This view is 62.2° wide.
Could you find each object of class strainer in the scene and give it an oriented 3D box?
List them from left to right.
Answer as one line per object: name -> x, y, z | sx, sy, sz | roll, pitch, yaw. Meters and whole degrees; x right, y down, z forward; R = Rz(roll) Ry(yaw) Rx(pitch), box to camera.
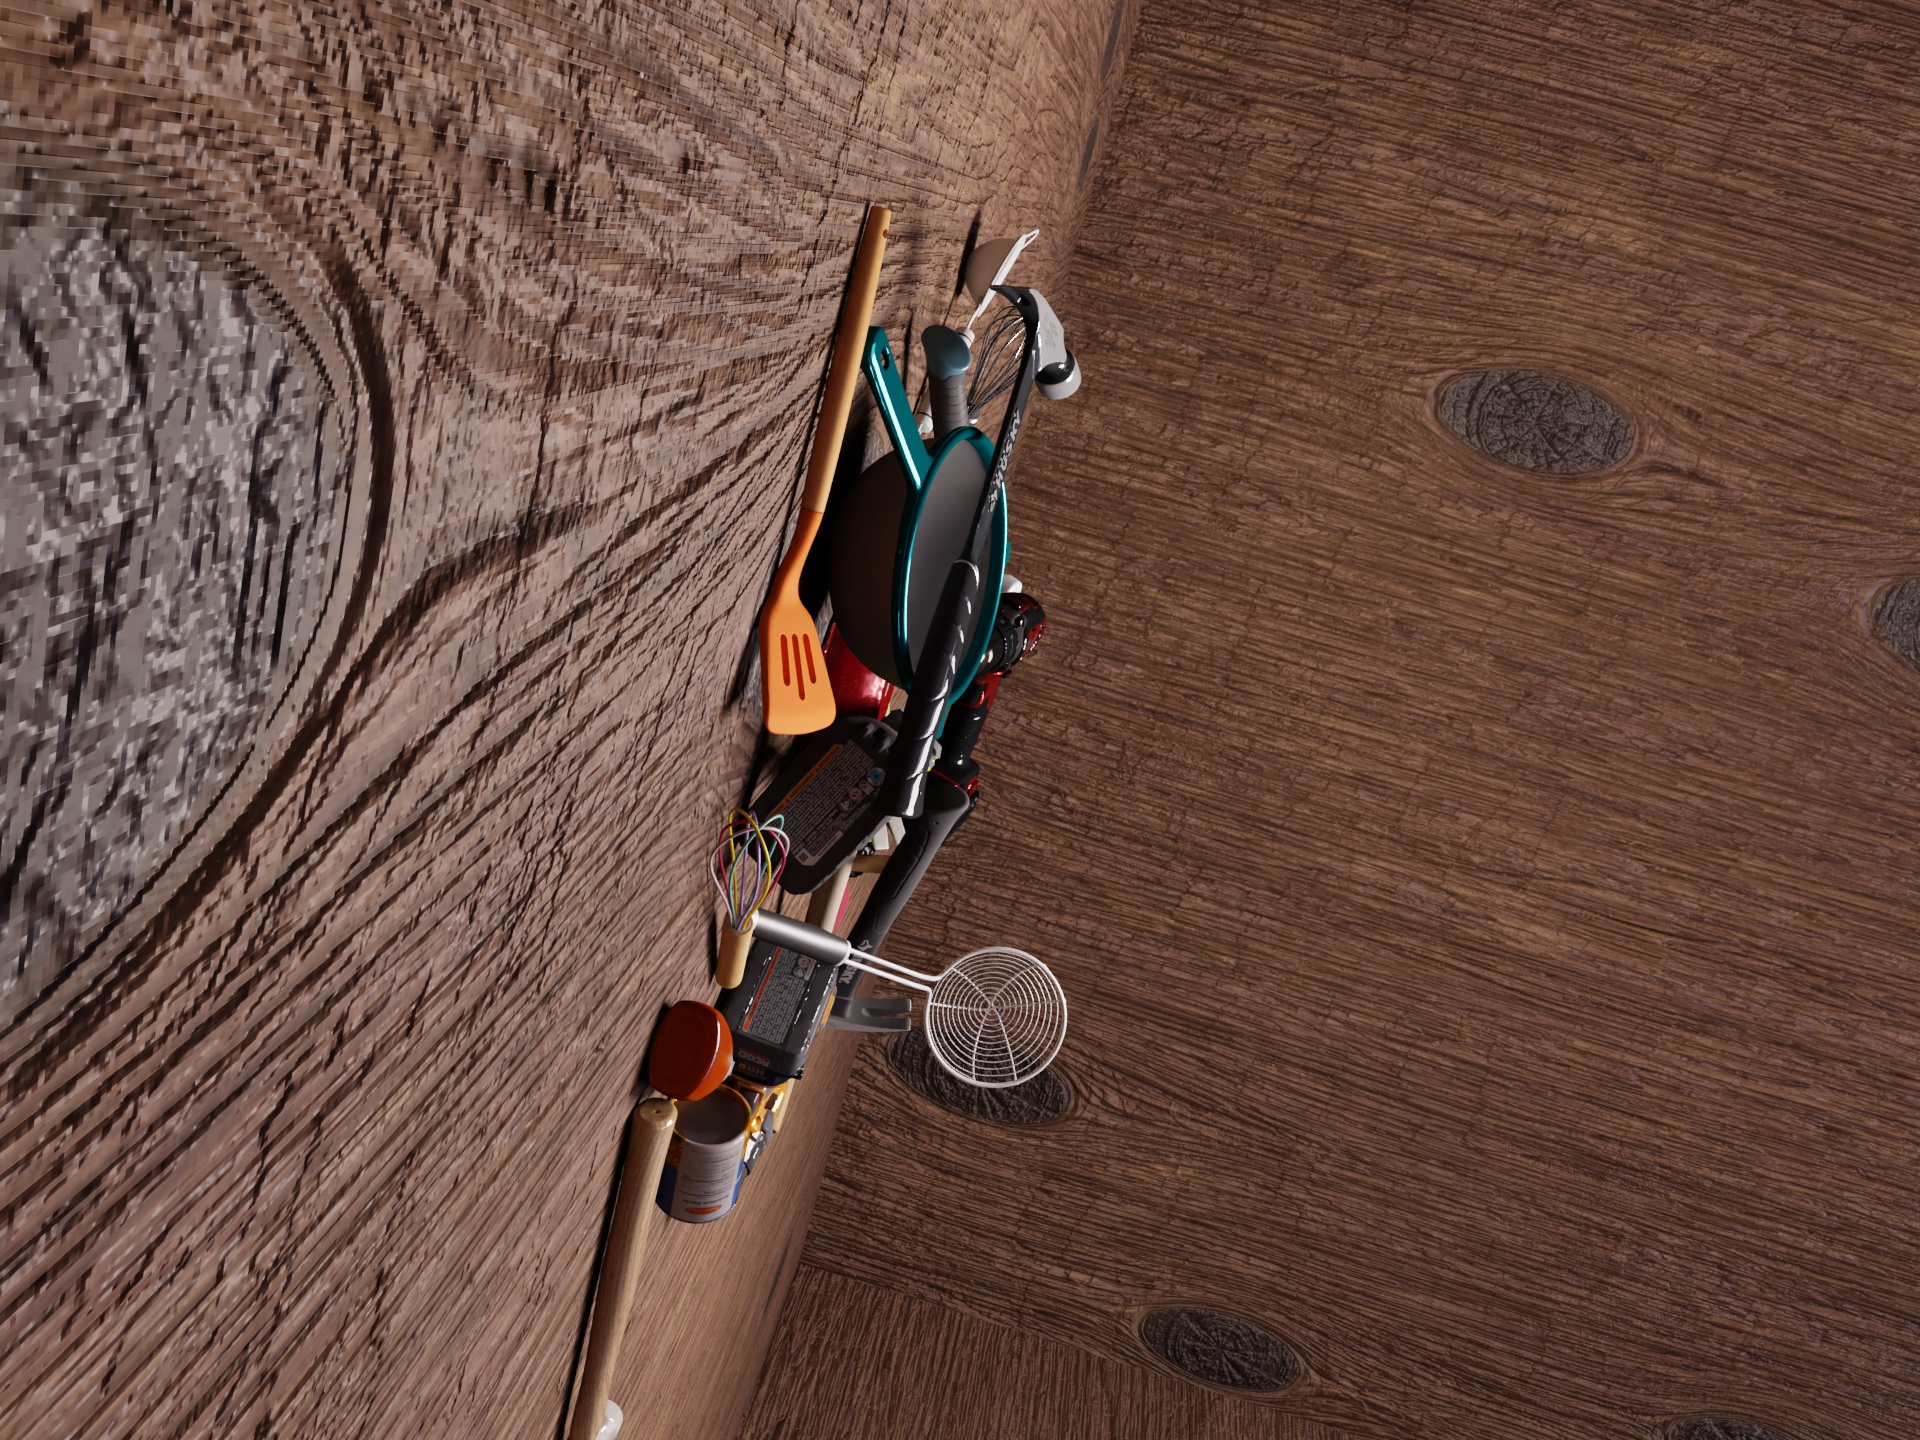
strainer -> -0.056, -0.152, 1.135 | 0.340, 0.095, 0.211 | 69, 36, -54
strainer -> 0.004, -0.361, 1.461 | 0.087, 0.050, 0.258 | 126, -13, -71

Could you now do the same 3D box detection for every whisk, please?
whisk -> -0.156, 0.130, 1.127 | 0.051, 0.047, 0.244 | -57, 173, -34
whisk -> 0.011, -0.286, 1.443 | 0.059, 0.058, 0.246 | -20, 162, -37

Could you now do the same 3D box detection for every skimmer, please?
skimmer -> -0.044, 0.219, 1.317 | 0.363, 0.090, 0.127 | 31, 90, -49

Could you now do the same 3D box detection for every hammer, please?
hammer -> -0.241, 0.408, 1.096 | 0.130, 0.031, 0.331 | -67, 173, -71
hammer -> -0.135, 0.210, 1.502 | 0.146, 0.038, 0.410 | 60, -39, 44
hammer -> -0.065, 0.169, 1.375 | 0.035, 0.146, 0.334 | -90, -159, -44
hammer -> -0.005, -0.223, 1.393 | 0.033, 0.128, 0.330 | -47, 160, -19
hammer -> 0.008, -0.121, 1.134 | 0.149, 0.036, 0.409 | 53, 50, -63

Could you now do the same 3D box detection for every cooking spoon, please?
cooking spoon -> -0.098, 0.136, 1.521 | 0.069, 0.017, 0.319 | -66, -163, -12

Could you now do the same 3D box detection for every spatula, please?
spatula -> -0.078, -0.151, 0.980 | 0.081, 0.041, 0.322 | -7, 113, -63

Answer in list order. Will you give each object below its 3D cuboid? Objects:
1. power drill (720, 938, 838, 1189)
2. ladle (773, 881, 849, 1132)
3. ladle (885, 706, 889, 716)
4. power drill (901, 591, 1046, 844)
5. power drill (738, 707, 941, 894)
power drill -> -0.178, 0.307, 1.356 | 0.226, 0.084, 0.185 | 110, 1, -48
ladle -> -0.162, 0.293, 1.702 | 0.069, 0.031, 0.316 | -49, -158, 49
ladle -> -0.087, -0.050, 1.550 | 0.078, 0.062, 0.319 | -84, 179, -46
power drill -> -0.002, -0.005, 1.428 | 0.226, 0.080, 0.188 | -66, 171, 19
power drill -> -0.094, 0.066, 1.230 | 0.171, 0.080, 0.223 | -46, 177, 1
